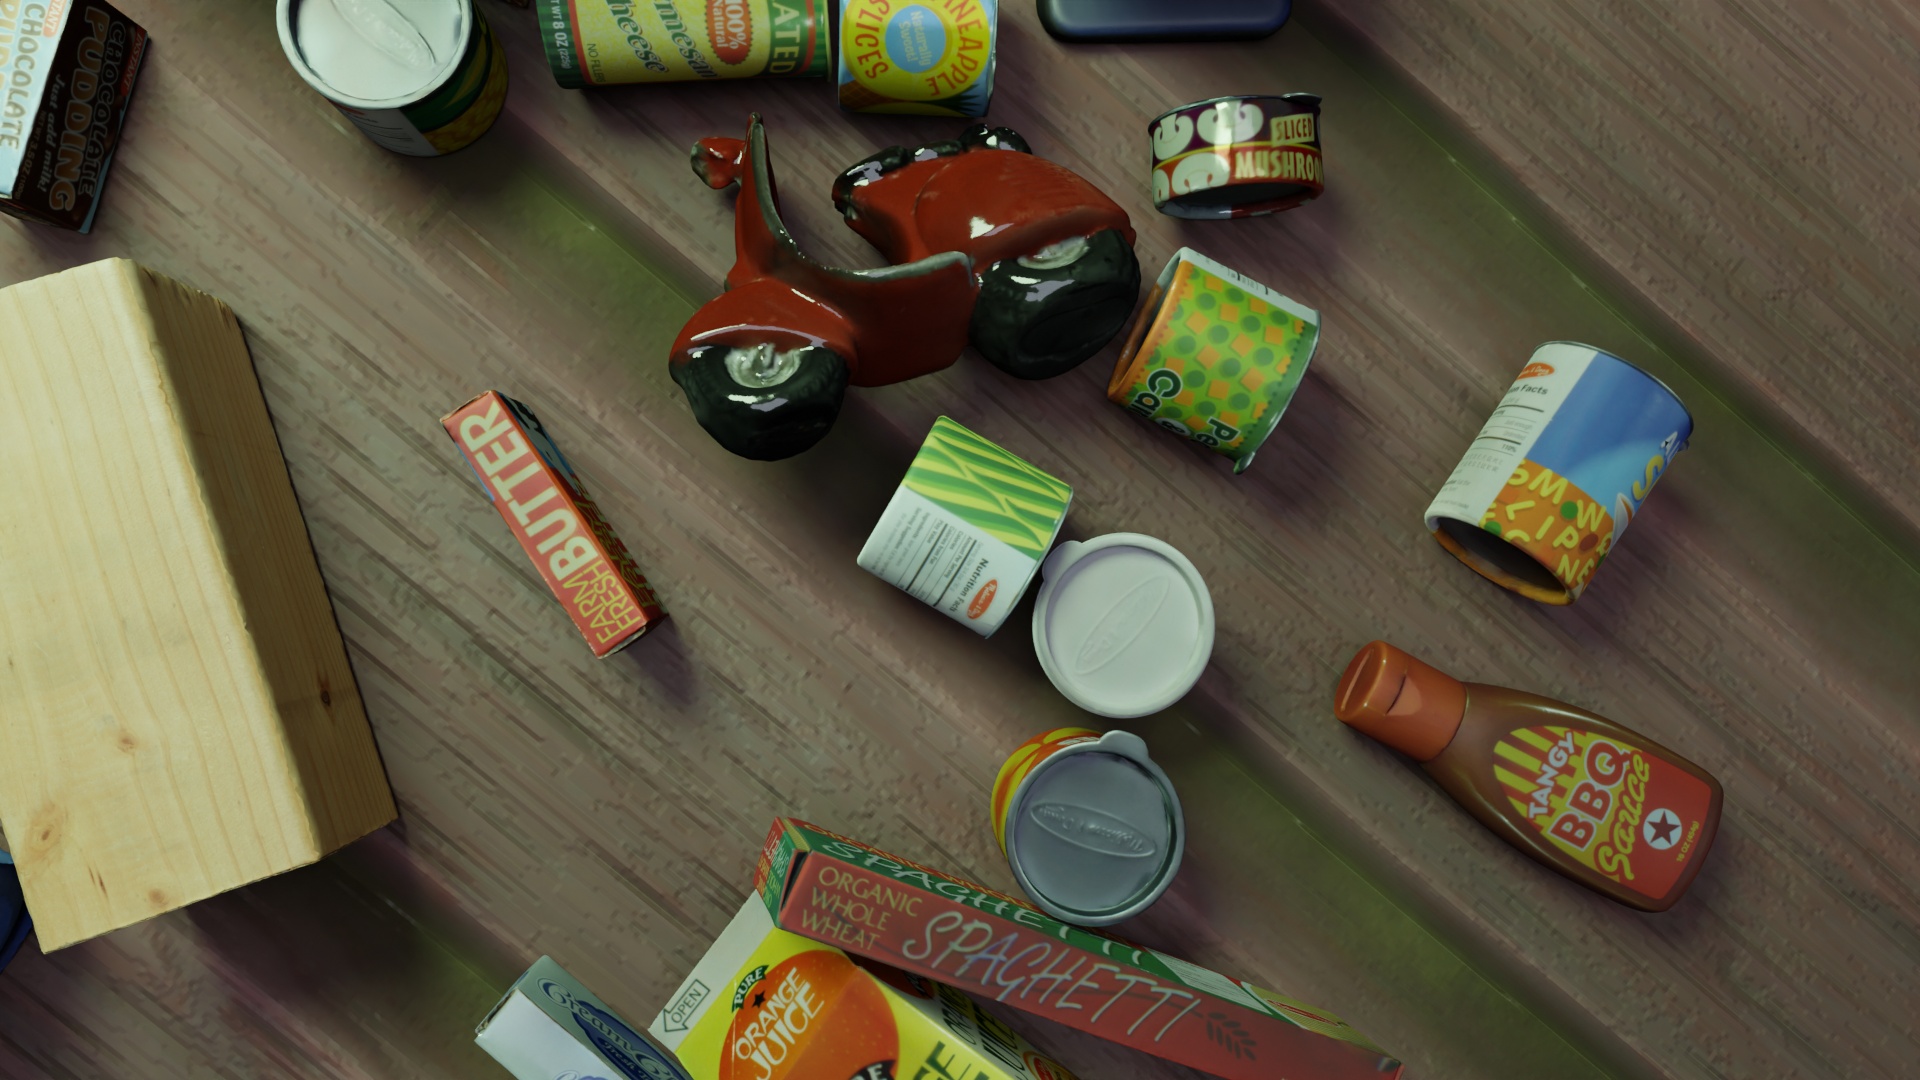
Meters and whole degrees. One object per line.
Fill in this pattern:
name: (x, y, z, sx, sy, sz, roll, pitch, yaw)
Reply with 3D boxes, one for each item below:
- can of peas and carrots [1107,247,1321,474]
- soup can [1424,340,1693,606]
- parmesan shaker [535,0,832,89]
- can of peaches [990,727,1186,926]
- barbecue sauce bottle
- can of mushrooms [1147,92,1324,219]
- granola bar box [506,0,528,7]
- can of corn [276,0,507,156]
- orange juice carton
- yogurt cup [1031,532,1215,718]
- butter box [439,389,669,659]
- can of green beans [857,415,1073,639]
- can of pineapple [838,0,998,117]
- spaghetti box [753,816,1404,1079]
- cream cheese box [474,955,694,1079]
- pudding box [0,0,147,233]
can of peas and carrots: (0.095, -0.069, 0.534, 0.059, 0.071, 0.071, 26, 86, -3)
soup can: (0.236, -0.024, 0.546, 0.071, 0.071, 0.084, 36, 86, -3)
parmesan shaker: (-0.102, -0.203, 0.523, 0.103, 0.071, 0.071, -5, 88, -5)
can of peaches: (0.047, 0.104, 0.527, 0.071, 0.058, 0.071, 0, 87, -5)
barbecue sauce bottle: (0.222, 0.088, 0.552, 0.148, 0.043, 0.065, 27, 86, -3)
can of mushrooms: (0.108, -0.147, 0.537, 0.071, 0.071, 0.033, -3, 90, -6)
granola bar box: (-0.235, -0.257, 0.481, 0.165, 0.124, 0.039, 21, 86, -4)
can of corn: (-0.205, -0.184, 0.514, 0.071, 0.058, 0.071, 0, 88, -5)
orange juice carton: (-0.015, 0.207, 0.509, 0.193, 0.073, 0.072, 37, 85, -3)
yogurt cup: (0.058, 0.032, 0.533, 0.072, 0.054, 0.072, 0, 88, -5)
butter box: (-0.148, -0.006, 0.515, 0.024, 0.053, 0.103, -34, 91, -4)
can of green beans: (0.001, -0.005, 0.523, 0.058, 0.071, 0.071, 30, 86, -3)
can of pineapple: (-0.017, -0.195, 0.527, 0.058, 0.071, 0.071, 1, 88, -5)
spaghetti box: (0.045, 0.157, 0.503, 0.250, 0.050, 0.028, 24, 86, -16)
cream cheese box: (-0.126, 0.198, 0.508, 0.104, 0.053, 0.024, 41, 83, -3)
pudding box: (-0.333, -0.159, 0.505, 0.030, 0.049, 0.083, 15, 86, -3)
